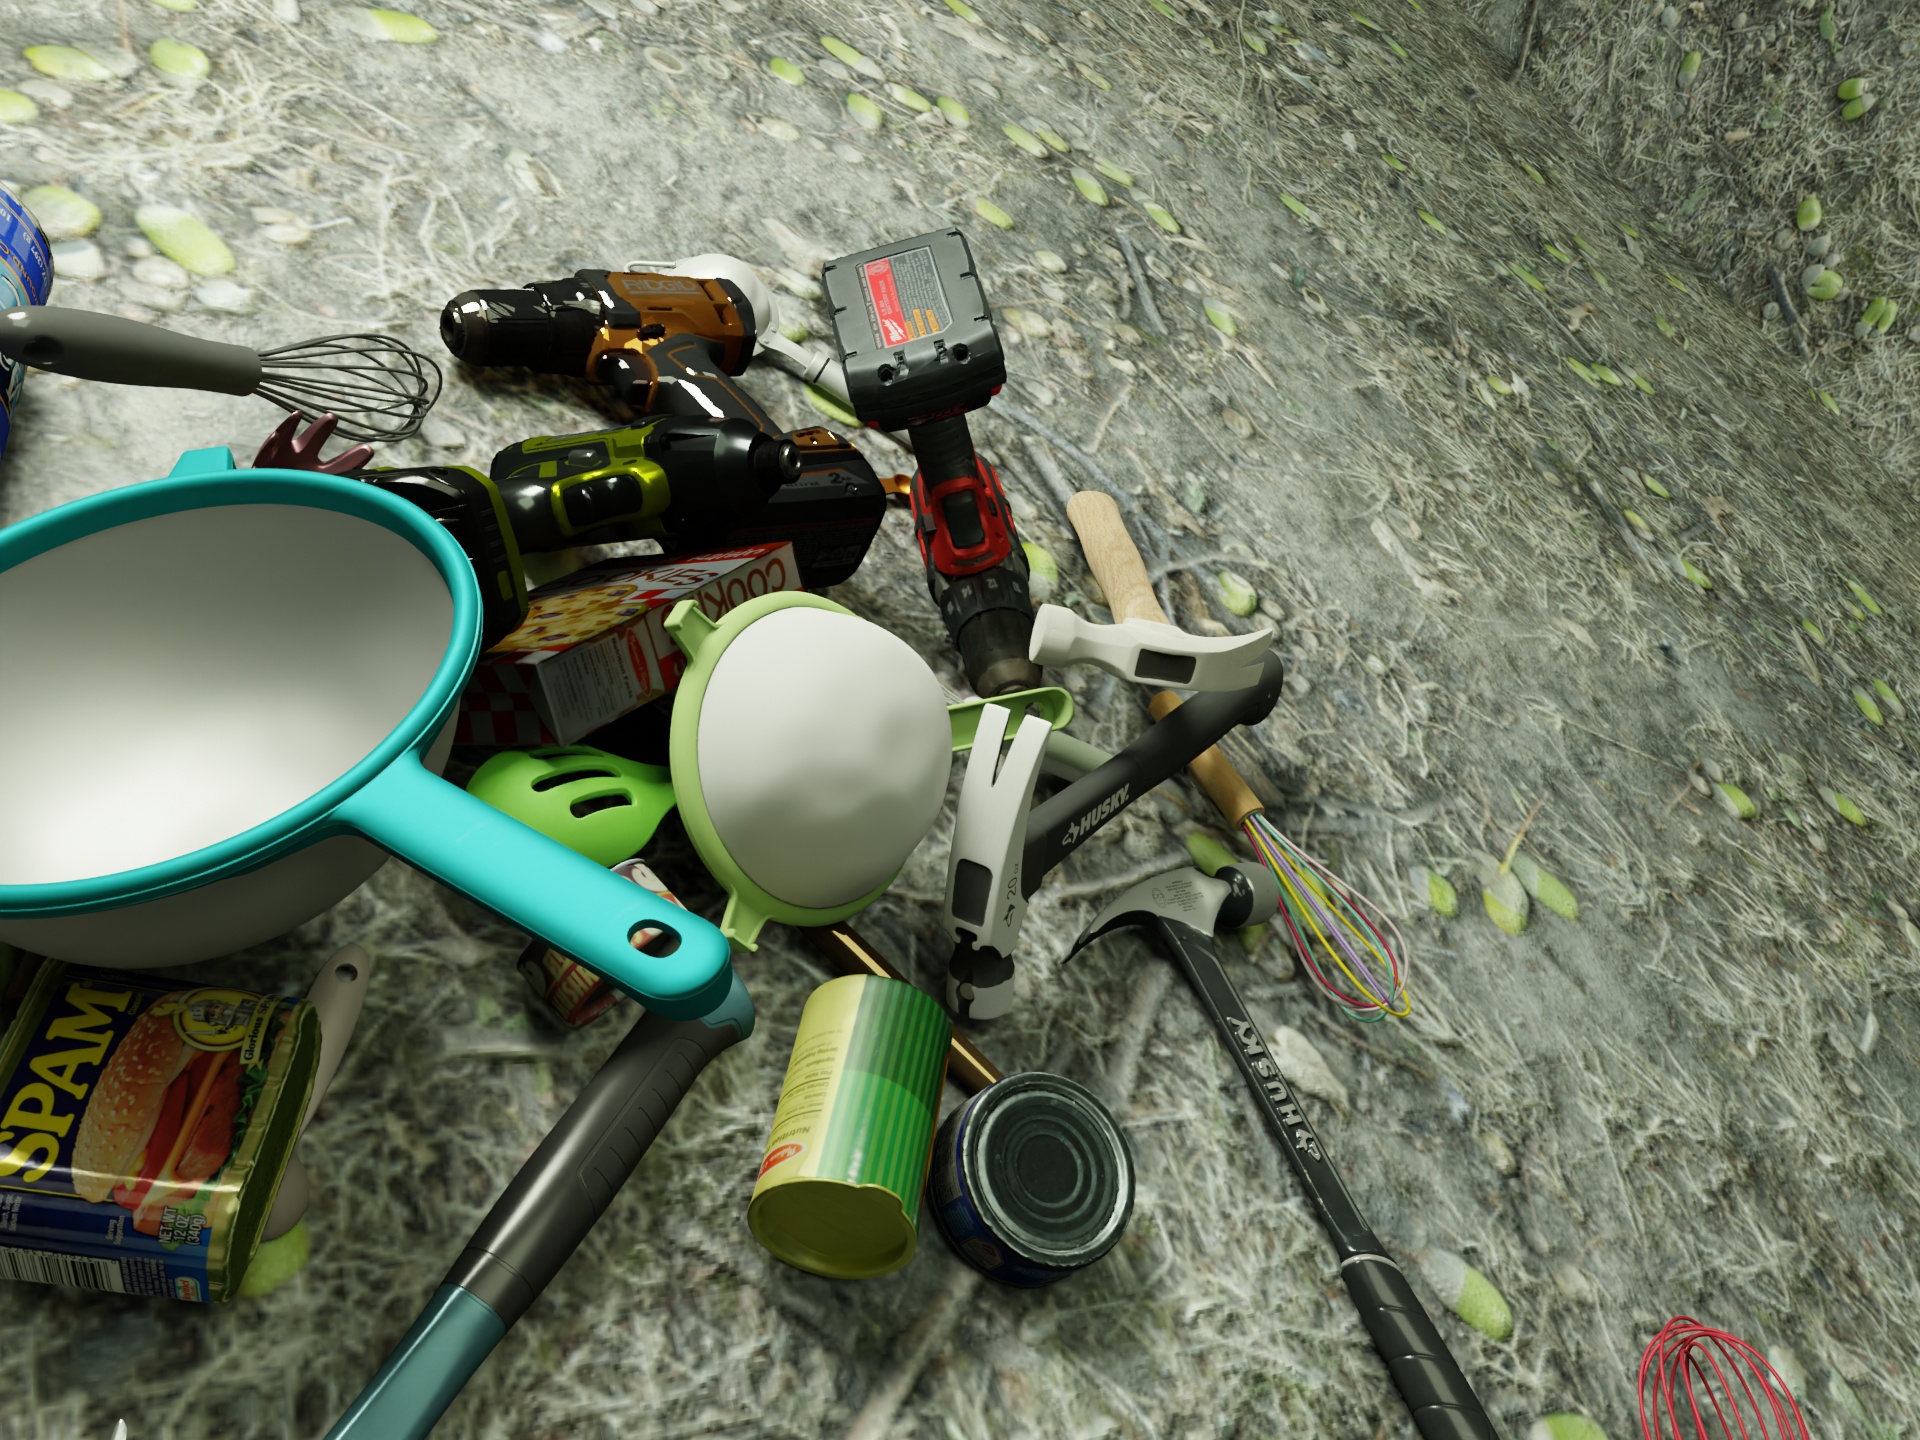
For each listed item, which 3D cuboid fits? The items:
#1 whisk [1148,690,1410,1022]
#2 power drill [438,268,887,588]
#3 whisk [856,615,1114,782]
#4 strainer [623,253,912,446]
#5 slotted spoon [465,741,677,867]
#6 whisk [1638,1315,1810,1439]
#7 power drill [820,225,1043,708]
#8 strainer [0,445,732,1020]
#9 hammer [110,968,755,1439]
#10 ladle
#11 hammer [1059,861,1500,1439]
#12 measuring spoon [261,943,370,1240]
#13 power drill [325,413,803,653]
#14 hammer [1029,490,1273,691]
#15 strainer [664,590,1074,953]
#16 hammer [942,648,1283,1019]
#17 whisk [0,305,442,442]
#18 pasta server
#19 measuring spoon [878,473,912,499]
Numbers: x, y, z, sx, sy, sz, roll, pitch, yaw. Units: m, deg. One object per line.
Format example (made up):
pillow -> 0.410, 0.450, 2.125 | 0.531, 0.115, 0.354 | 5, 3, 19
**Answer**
whisk -> 0.182, 0.075, 0.927 | 0.047, 0.051, 0.245 | -15, 54, -27
power drill -> -0.166, -0.170, 0.883 | 0.185, 0.084, 0.226 | -11, 54, -39
whisk -> -0.001, -0.003, 0.836 | 0.246, 0.058, 0.059 | 22, 65, -39
strainer -> -0.099, -0.236, 1.032 | 0.258, 0.050, 0.087 | 32, 54, -11
slotted spoon -> -0.094, 0.021, 0.743 | 0.070, 0.031, 0.313 | 47, 28, 21
whisk -> 0.377, 0.419, 0.716 | 0.073, 0.073, 0.296 | 15, 49, -25
power drill -> -0.003, -0.129, 0.874 | 0.080, 0.226, 0.188 | -15, 51, 2
strainer -> -0.208, 0.034, 0.519 | 0.340, 0.095, 0.211 | 24, 49, 23
hammer -> -0.160, 0.195, 0.552 | 0.128, 0.033, 0.331 | 37, 38, -1
ladle -> -0.075, 0.087, 0.733 | 0.315, 0.031, 0.069 | 42, 38, 4
hammer -> 0.184, 0.245, 0.761 | 0.149, 0.036, 0.409 | -2, 53, -37
measuring spoon -> -0.236, 0.127, 0.573 | 0.034, 0.018, 0.124 | 22, 41, -17
power drill -> -0.189, -0.090, 0.705 | 0.223, 0.171, 0.080 | -36, 119, -55
hammer -> 0.097, -0.085, 0.938 | 0.130, 0.031, 0.331 | 12, 20, -6
strainer -> -0.013, 0.007, 0.736 | 0.256, 0.069, 0.151 | -11, 92, -47
hammer -> 0.095, 0.020, 0.842 | 0.035, 0.146, 0.335 | 18, 28, 29
whisk -> -0.324, -0.160, 0.720 | 0.055, 0.055, 0.239 | 47, 20, 13
pasta server -> -0.309, -0.018, 0.651 | 0.060, 0.040, 0.317 | 46, 31, -35
measuring spoon -> -0.073, -0.139, 0.978 | 0.117, 0.011, 0.021 | -12, 59, -39
